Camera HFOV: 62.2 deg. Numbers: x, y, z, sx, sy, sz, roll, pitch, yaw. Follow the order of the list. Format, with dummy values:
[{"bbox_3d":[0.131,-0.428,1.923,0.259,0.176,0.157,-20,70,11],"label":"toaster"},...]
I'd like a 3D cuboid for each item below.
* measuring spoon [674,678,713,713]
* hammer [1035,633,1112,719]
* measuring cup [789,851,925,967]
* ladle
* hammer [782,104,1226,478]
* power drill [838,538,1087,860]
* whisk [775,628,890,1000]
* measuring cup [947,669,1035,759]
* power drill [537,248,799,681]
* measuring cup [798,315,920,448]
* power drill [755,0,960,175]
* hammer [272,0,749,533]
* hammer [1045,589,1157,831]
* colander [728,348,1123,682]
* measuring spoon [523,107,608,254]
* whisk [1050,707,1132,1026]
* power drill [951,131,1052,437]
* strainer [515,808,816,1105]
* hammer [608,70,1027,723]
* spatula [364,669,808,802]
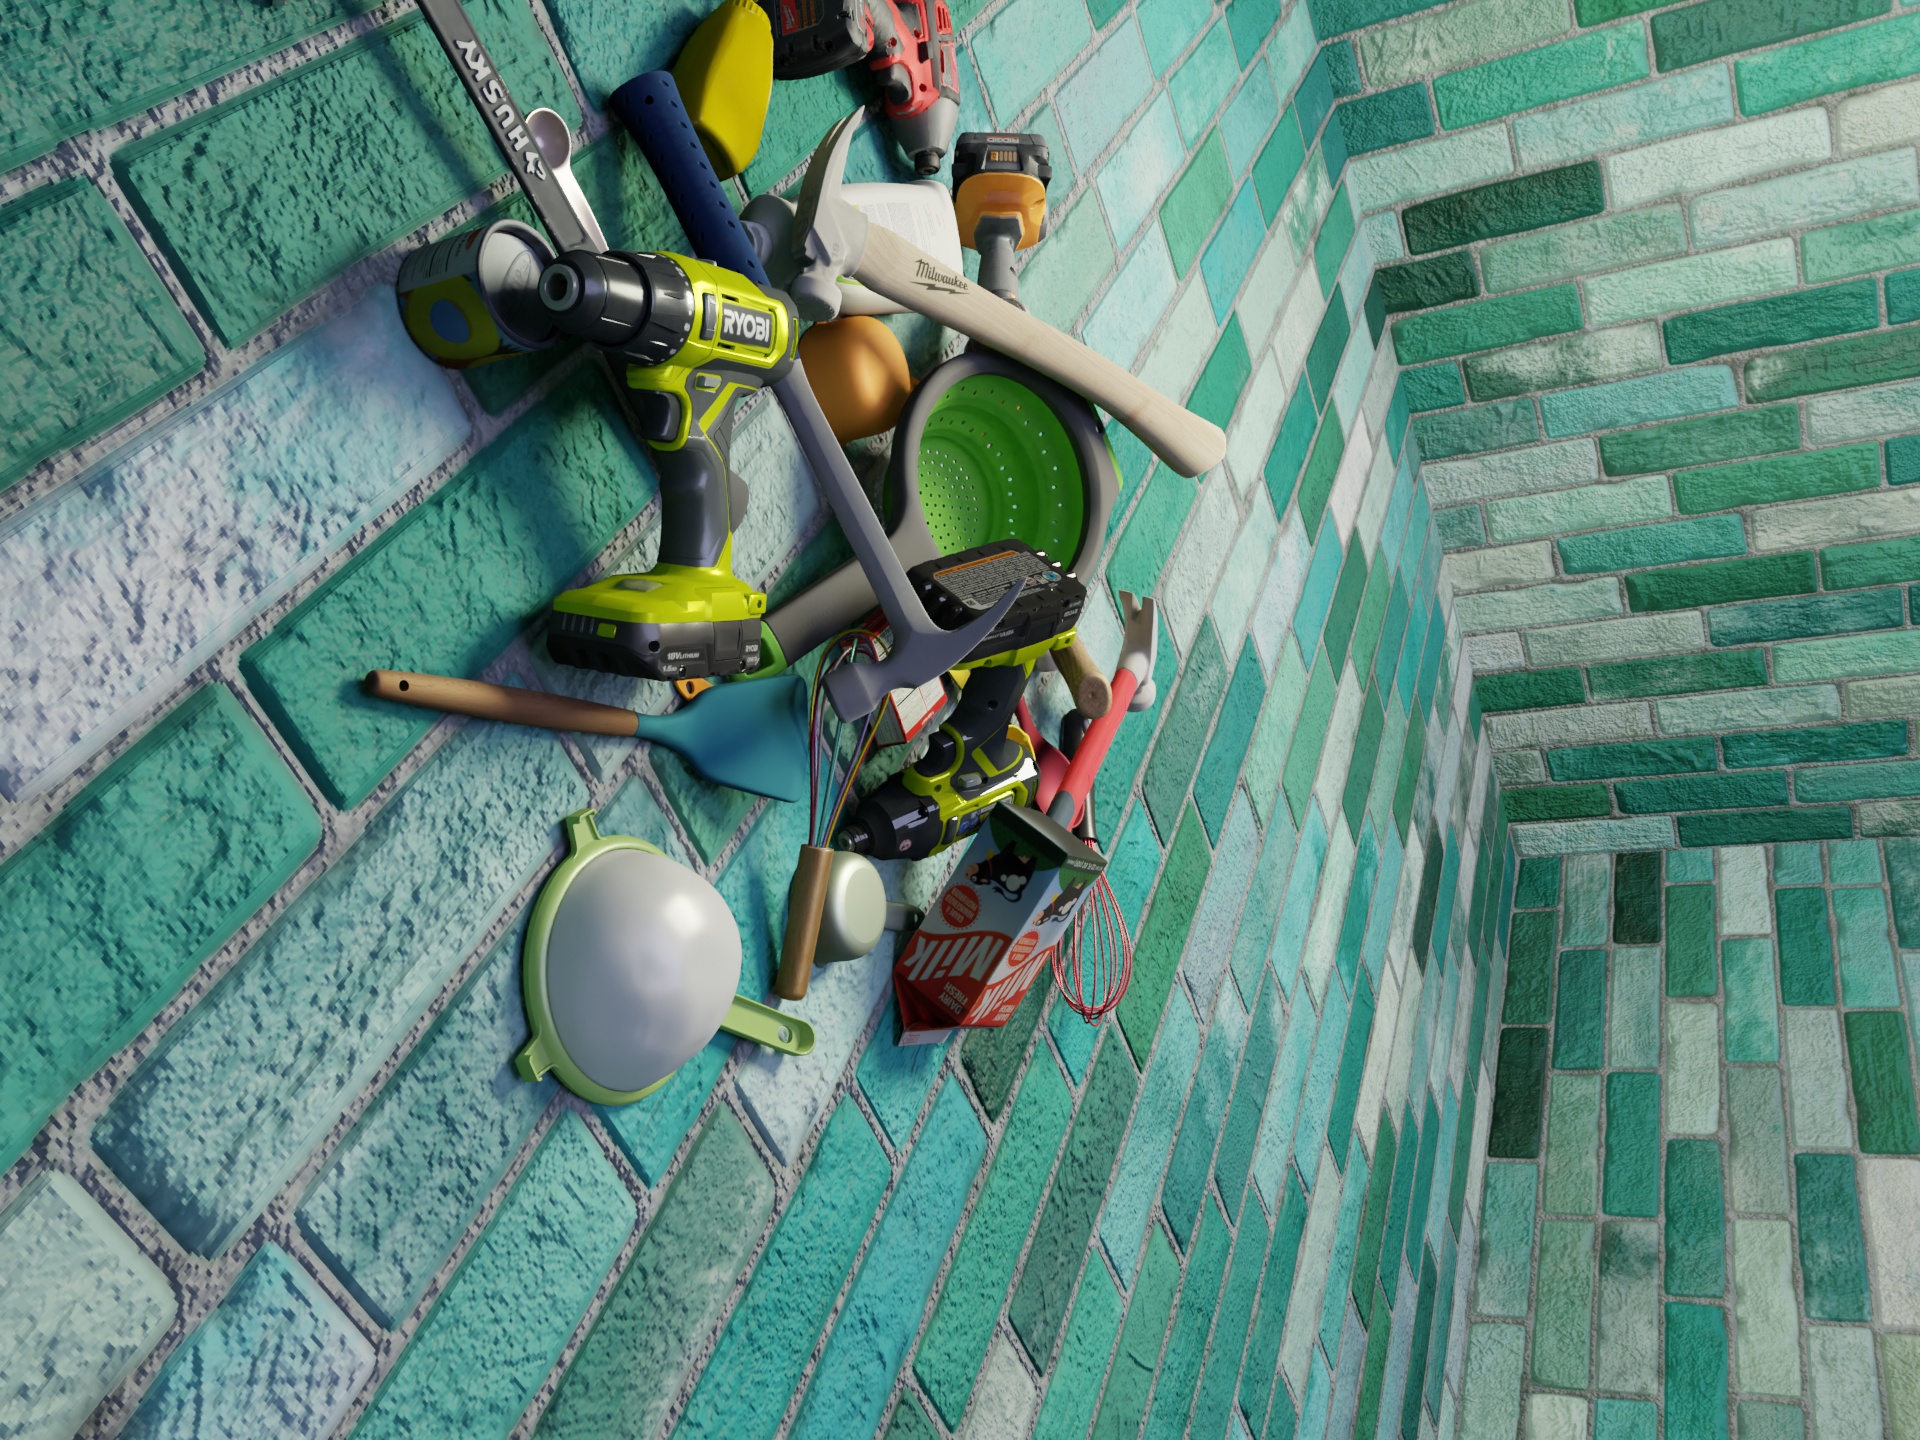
[{"bbox_3d":[-0.148,0.001,1.017,0.116,0.011,0.021,43,48,-46],"label":"measuring spoon"},{"bbox_3d":[0.080,-0.066,1.270,0.331,0.031,0.130,-105,-179,-73],"label":"hammer"},{"bbox_3d":[-0.057,0.134,1.121,0.167,0.038,0.083,18,68,-57],"label":"measuring cup"},{"bbox_3d":[0.038,-0.040,1.351,0.069,0.031,0.315,-52,127,-47],"label":"ladle"},{"bbox_3d":[0.053,-0.285,1.163,0.410,0.038,0.146,20,74,-37],"label":"hammer"},{"bbox_3d":[-0.002,-0.004,1.112,0.171,0.080,0.223,-20,137,-39],"label":"power drill"},{"bbox_3d":[-0.085,0.061,1.030,0.051,0.047,0.245,-167,-92,-77],"label":"whisk"},{"bbox_3d":[0.011,-0.004,1.304,0.156,0.029,0.062,56,37,-22],"label":"measuring cup"},{"bbox_3d":[-0.166,-0.141,0.874,0.190,0.080,0.228,-12,110,-65],"label":"power drill"},{"bbox_3d":[-0.054,-0.256,1.195,0.173,0.052,0.095,-17,100,-59],"label":"measuring cup"},{"bbox_3d":[-0.067,-0.511,1.208,0.219,0.078,0.143,0,85,-65],"label":"power drill"},{"bbox_3d":[-0.221,-0.267,0.892,0.149,0.036,0.408,-55,136,-33],"label":"hammer"},{"bbox_3d":[0.084,0.068,1.313,0.143,0.038,0.386,82,30,-53],"label":"hammer"},{"bbox_3d":[-0.043,-0.129,1.157,0.397,0.094,0.204,-38,111,-35],"label":"colander"},{"bbox_3d":[-0.228,-0.294,0.928,0.034,0.018,0.124,-51,136,-37],"label":"measuring spoon"},{"bbox_3d":[0.113,0.126,1.426,0.073,0.073,0.296,34,49,-55],"label":"whisk"},{"bbox_3d":[0.032,-0.361,1.288,0.185,0.084,0.226,99,-7,-78],"label":"power drill"},{"bbox_3d":[-0.142,0.158,0.928,0.256,0.069,0.152,38,52,-51],"label":"strainer"},{"bbox_3d":[-0.100,-0.210,0.980,0.405,0.144,0.035,63,-2,-2],"label":"hammer"},{"bbox_3d":[-0.195,-0.003,0.891,0.317,0.044,0.082,11,79,-60],"label":"spatula"}]
